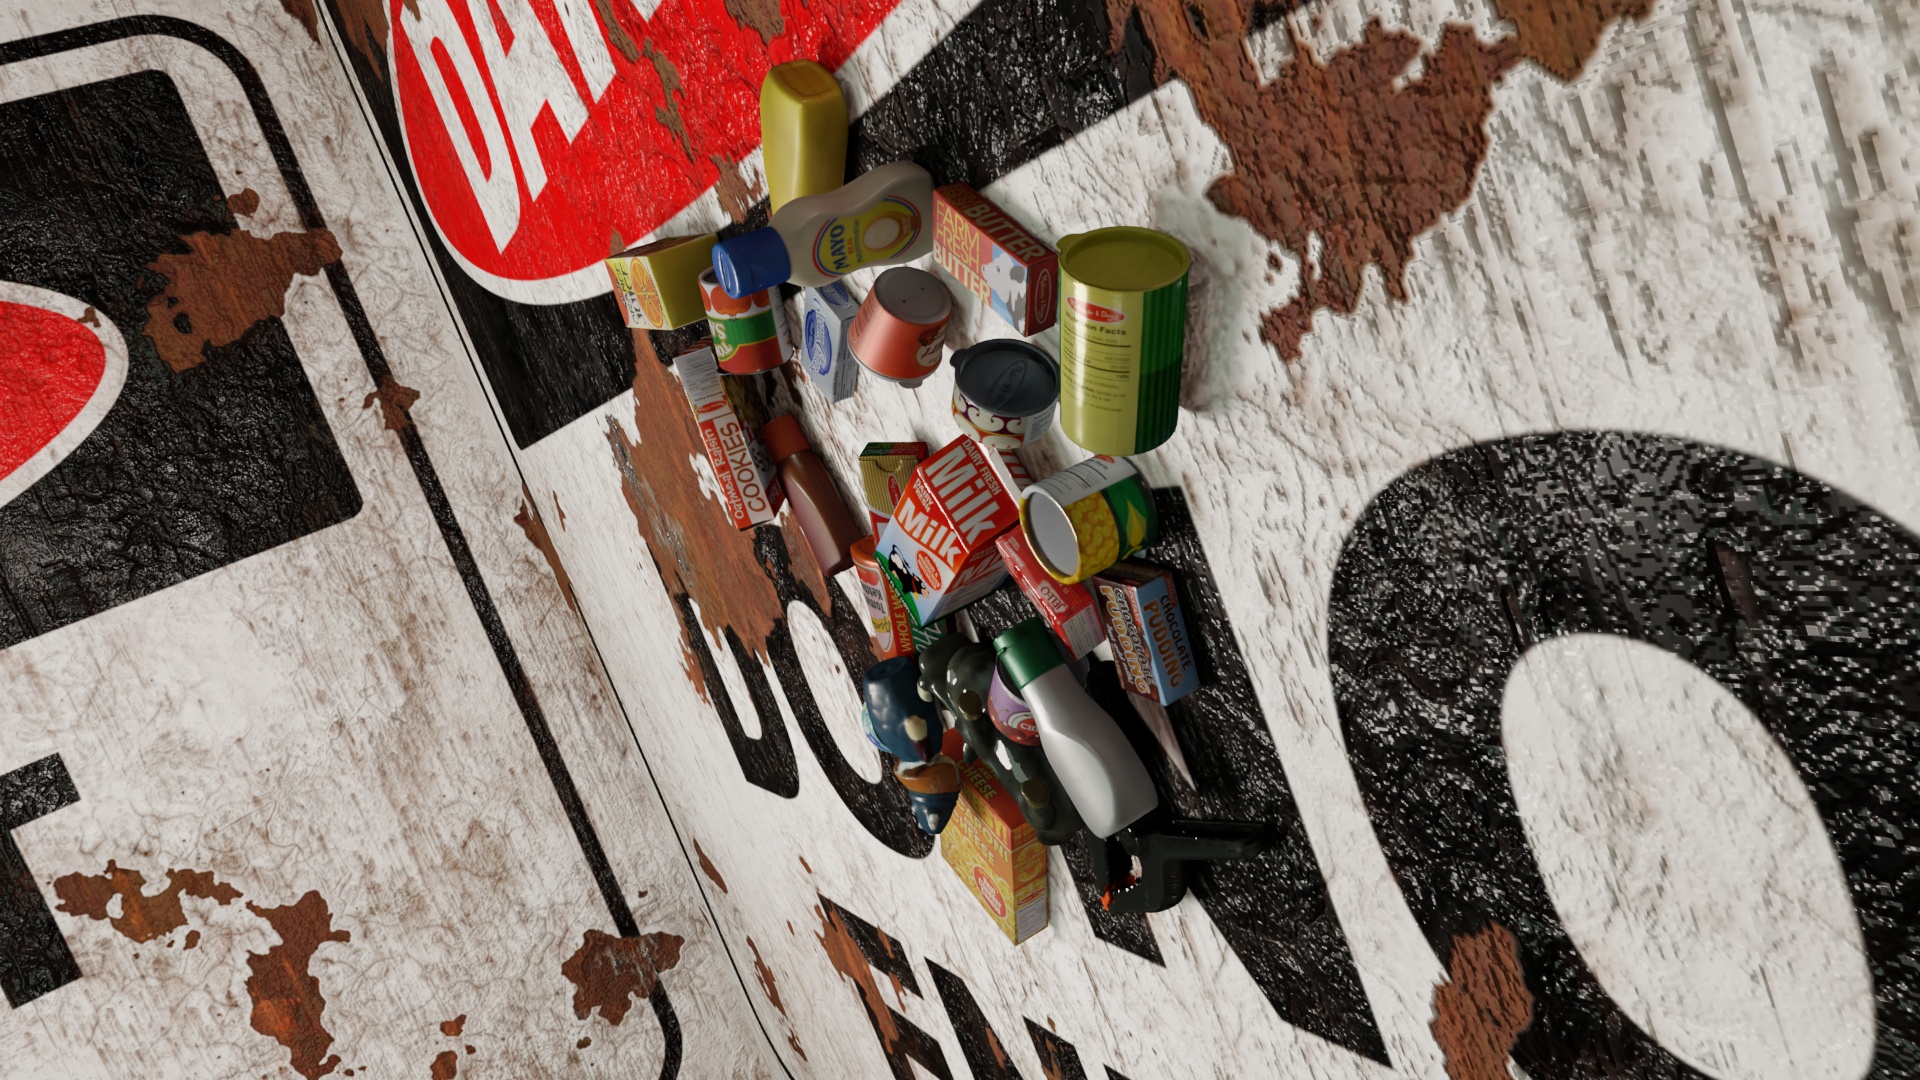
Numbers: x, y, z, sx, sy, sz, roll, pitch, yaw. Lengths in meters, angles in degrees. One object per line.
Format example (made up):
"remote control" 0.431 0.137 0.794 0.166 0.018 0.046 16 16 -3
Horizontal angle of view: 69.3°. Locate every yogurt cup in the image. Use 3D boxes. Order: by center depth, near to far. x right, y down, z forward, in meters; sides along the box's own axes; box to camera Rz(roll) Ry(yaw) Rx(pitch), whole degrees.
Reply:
"yogurt cup" -0.039 -0.149 0.946 0.072 0.073 0.053 55 146 22

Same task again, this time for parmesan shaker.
"parmesan shaker" 0.083 -0.105 0.733 0.071 0.071 0.102 43 148 40

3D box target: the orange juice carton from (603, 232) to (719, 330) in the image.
"orange juice carton" -0.287 -0.250 1.342 0.193 0.073 0.071 17 128 59

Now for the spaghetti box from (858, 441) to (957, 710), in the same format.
"spaghetti box" -0.036 0.034 1.123 0.050 0.029 0.248 1 123 15

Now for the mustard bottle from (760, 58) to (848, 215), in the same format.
"mustard bottle" -0.113 -0.265 1.003 0.065 0.049 0.159 52 154 27

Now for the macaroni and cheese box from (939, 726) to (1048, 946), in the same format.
"macaroni and cheese box" 0.026 0.258 1.224 0.124 0.040 0.165 43 148 41

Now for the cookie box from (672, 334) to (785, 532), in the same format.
"cookie box" -0.209 -0.105 1.292 0.123 0.040 0.167 -86 -21 -74

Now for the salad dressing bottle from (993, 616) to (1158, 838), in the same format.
"salad dressing bottle" 0.073 0.121 0.915 0.148 0.044 0.064 59 148 12

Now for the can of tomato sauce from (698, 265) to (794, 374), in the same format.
"can of tomato sauce" -0.186 -0.193 1.193 0.071 0.071 0.082 33 140 50

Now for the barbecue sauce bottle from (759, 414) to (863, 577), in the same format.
"barbecue sauce bottle" -0.136 -0.043 1.266 0.148 0.044 0.064 62 156 8

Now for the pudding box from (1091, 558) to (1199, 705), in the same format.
"pudding box" 0.116 0.056 0.864 0.049 0.030 0.083 16 127 59

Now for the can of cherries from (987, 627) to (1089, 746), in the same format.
"can of cherries" 0.055 0.107 0.987 0.071 0.072 0.058 52 153 27

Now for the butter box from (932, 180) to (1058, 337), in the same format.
"butter box" 0.020 -0.174 0.850 0.104 0.024 0.052 47 151 35

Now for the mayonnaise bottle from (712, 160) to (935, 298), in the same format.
"mayonnaise bottle" -0.085 -0.194 0.890 0.041 0.148 0.064 42 147 41

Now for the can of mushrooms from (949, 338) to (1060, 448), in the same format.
"can of mushrooms" 0.026 -0.092 0.860 0.071 0.071 0.033 52 154 27

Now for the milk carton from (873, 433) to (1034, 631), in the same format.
"milk carton" 0.003 -0.012 0.974 0.072 0.074 0.189 59 155 13

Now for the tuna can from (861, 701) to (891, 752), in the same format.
"tuna can" -0.057 0.159 1.264 0.071 0.071 0.032 66 156 -1

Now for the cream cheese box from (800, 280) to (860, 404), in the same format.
"cream cheese box" -0.103 -0.162 1.111 0.053 0.024 0.103 52 153 24

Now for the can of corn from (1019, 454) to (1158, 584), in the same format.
"can of corn" 0.078 -0.011 0.843 0.071 0.058 0.070 45 149 37

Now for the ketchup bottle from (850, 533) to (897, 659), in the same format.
"ketchup bottle" -0.053 0.069 1.203 0.065 0.044 0.148 26 135 54
